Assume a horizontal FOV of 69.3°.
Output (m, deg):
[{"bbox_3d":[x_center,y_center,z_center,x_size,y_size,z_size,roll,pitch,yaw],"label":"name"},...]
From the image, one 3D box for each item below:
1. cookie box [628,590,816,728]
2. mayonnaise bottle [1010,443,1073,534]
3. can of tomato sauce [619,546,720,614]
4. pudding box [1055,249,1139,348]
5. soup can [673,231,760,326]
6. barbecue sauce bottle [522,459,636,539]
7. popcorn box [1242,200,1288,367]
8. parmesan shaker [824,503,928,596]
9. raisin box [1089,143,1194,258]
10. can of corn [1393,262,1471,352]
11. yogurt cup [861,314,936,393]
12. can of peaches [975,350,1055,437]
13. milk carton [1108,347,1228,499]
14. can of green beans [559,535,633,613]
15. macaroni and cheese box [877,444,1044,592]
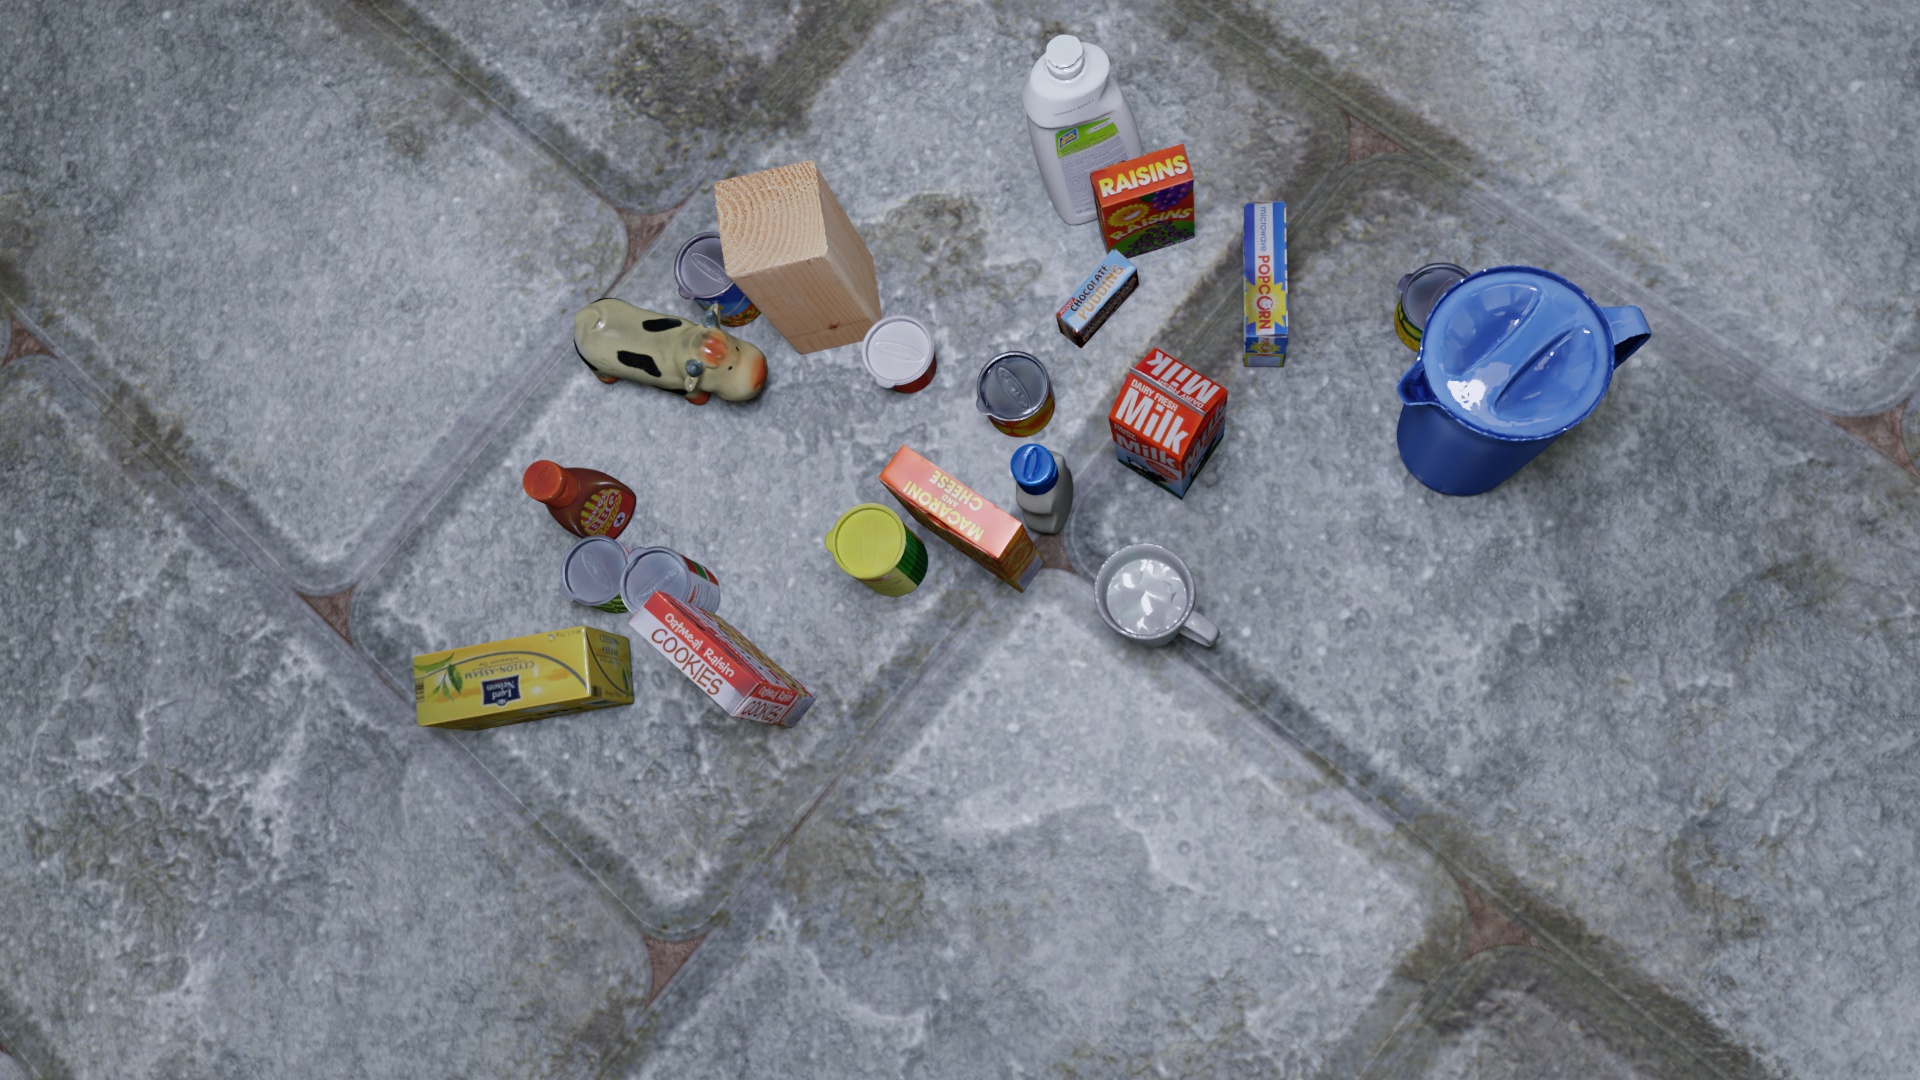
[{"bbox_3d":[-0.202,0.105,1.205,0.123,0.167,0.040,38,87,15],"label":"cookie box"},{"bbox_3d":[0.070,-0.049,1.201,0.041,0.148,0.065,12,81,12],"label":"mayonnaise bottle"},{"bbox_3d":[-0.266,0.044,1.273,0.071,0.083,0.071,-2,78,10],"label":"can of tomato sauce"},{"bbox_3d":[0.126,-0.223,1.279,0.030,0.049,0.084,42,88,15],"label":"pudding box"},{"bbox_3d":[-0.229,-0.246,1.328,0.071,0.083,0.071,-2,78,10],"label":"soup can"},{"bbox_3d":[-0.350,-0.039,1.271,0.044,0.148,0.065,29,85,14],"label":"barbecue sauce bottle"},{"bbox_3d":[0.271,-0.227,1.236,0.038,0.085,0.127,0,78,10],"label":"popcorn box"},{"bbox_3d":[-0.073,0.010,1.237,0.071,0.103,0.071,-2,78,10],"label":"parmesan shaker"},{"bbox_3d":[0.166,-0.302,1.251,0.086,0.123,0.040,-16,77,7],"label":"raisin box"},{"bbox_3d":[0.415,-0.204,1.221,0.071,0.058,0.071,-2,78,9],"label":"can of corn"},{"bbox_3d":[-0.053,-0.171,1.297,0.072,0.054,0.072,-2,78,9],"label":"yogurt cup"},{"bbox_3d":[0.050,-0.132,1.269,0.071,0.058,0.071,-2,78,9],"label":"can of peaches"},{"bbox_3d":[0.176,-0.101,1.172,0.072,0.190,0.073,33,86,14],"label":"milk carton"},{"bbox_3d":[-0.331,0.033,1.300,0.071,0.057,0.071,-2,78,9],"label":"can of green beans"},{"bbox_3d":[0.004,-0.015,1.196,0.124,0.166,0.040,34,86,15],"label":"macaroni and cheese box"}]
